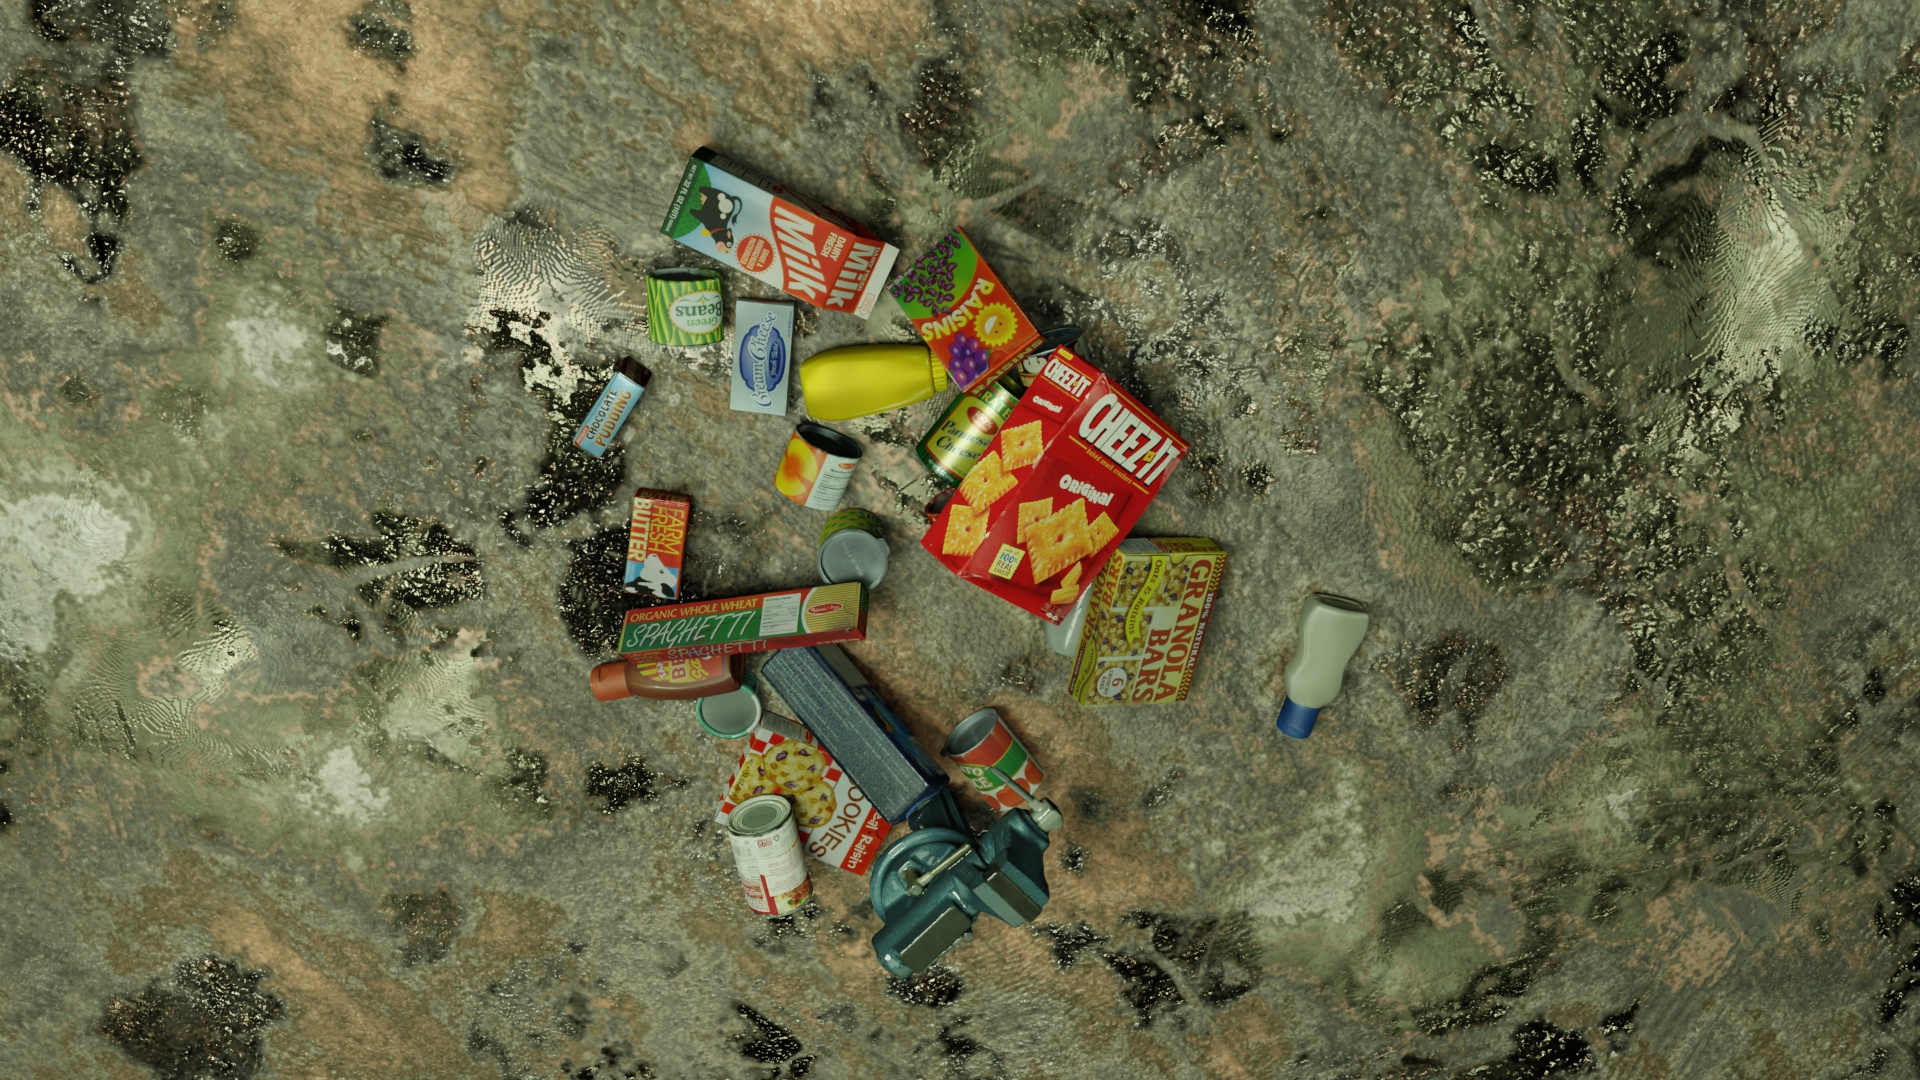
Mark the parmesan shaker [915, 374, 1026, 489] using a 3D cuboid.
[{"bbox_3d":[0.017,-0.101,1.271,0.071,0.071,0.103,36,107,-15],"label":"parmesan shaker"}]

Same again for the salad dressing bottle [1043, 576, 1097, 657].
[{"bbox_3d":[0.124,0.040,1.346,0.064,0.044,0.147,13,110,-11],"label":"salad dressing bottle"}]

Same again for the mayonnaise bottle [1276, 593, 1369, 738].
[{"bbox_3d":[0.356,0.127,1.392,0.065,0.041,0.147,13,112,-6],"label":"mayonnaise bottle"}]

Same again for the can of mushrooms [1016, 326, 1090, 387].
[{"bbox_3d":[0.080,-0.164,1.248,0.071,0.071,0.033,-17,113,5],"label":"can of mushrooms"}]

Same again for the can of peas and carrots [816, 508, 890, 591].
[{"bbox_3d":[-0.100,0.008,1.315,0.071,0.059,0.070,-1,112,-2],"label":"can of peas and carrots"}]

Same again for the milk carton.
[{"bbox_3d":[-0.153,-0.261,1.197,0.190,0.074,0.072,23,109,-11],"label":"milk carton"}]

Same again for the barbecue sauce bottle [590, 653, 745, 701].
[{"bbox_3d":[-0.286,0.128,1.358,0.148,0.065,0.043,-11,146,12],"label":"barbecue sauce bottle"}]

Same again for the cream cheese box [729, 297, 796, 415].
[{"bbox_3d":[-0.180,-0.167,1.260,0.053,0.024,0.103,6,111,-3],"label":"cream cheese box"}]

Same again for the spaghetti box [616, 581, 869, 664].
[{"bbox_3d":[-0.206,0.079,1.308,0.250,0.050,0.028,-7,148,18],"label":"spaghetti box"}]

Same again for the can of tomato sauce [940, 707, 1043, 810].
[{"bbox_3d":[0.033,0.223,1.402,0.071,0.071,0.083,-35,110,11],"label":"can of tomato sauce"}]

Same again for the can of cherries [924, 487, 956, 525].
[{"bbox_3d":[0.005,-0.016,1.307,0.071,0.072,0.058,-23,111,7],"label":"can of cherries"}]

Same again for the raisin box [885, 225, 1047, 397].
[{"bbox_3d":[0.005,-0.200,1.216,0.086,0.040,0.123,-37,79,12],"label":"raisin box"}]

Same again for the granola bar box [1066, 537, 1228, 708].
[{"bbox_3d":[0.180,0.080,1.341,0.124,0.039,0.164,0,114,-29],"label":"granola bar box"}]

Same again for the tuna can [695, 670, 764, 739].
[{"bbox_3d":[-0.232,0.162,1.386,0.071,0.033,0.070,-1,112,-2],"label":"tuna can"}]

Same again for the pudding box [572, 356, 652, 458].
[{"bbox_3d":[-0.316,-0.121,1.260,0.030,0.050,0.083,32,107,-16],"label":"pudding box"}]

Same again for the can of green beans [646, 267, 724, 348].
[{"bbox_3d":[-0.241,-0.205,1.220,0.071,0.071,0.057,1,112,-3],"label":"can of green beans"}]

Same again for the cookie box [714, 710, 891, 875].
[{"bbox_3d":[-0.150,0.261,1.425,0.167,0.040,0.122,23,109,-11],"label":"cookie box"}]

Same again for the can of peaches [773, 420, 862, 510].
[{"bbox_3d":[-0.133,-0.069,1.281,0.071,0.071,0.058,22,110,-10],"label":"can of peaches"}]

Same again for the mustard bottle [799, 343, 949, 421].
[{"bbox_3d":[-0.063,-0.148,1.259,0.160,0.049,0.065,-7,110,0],"label":"mustard bottle"}]

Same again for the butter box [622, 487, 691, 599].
[{"bbox_3d":[-0.289,0.004,1.325,0.053,0.024,0.103,10,111,-5],"label":"butter box"}]
